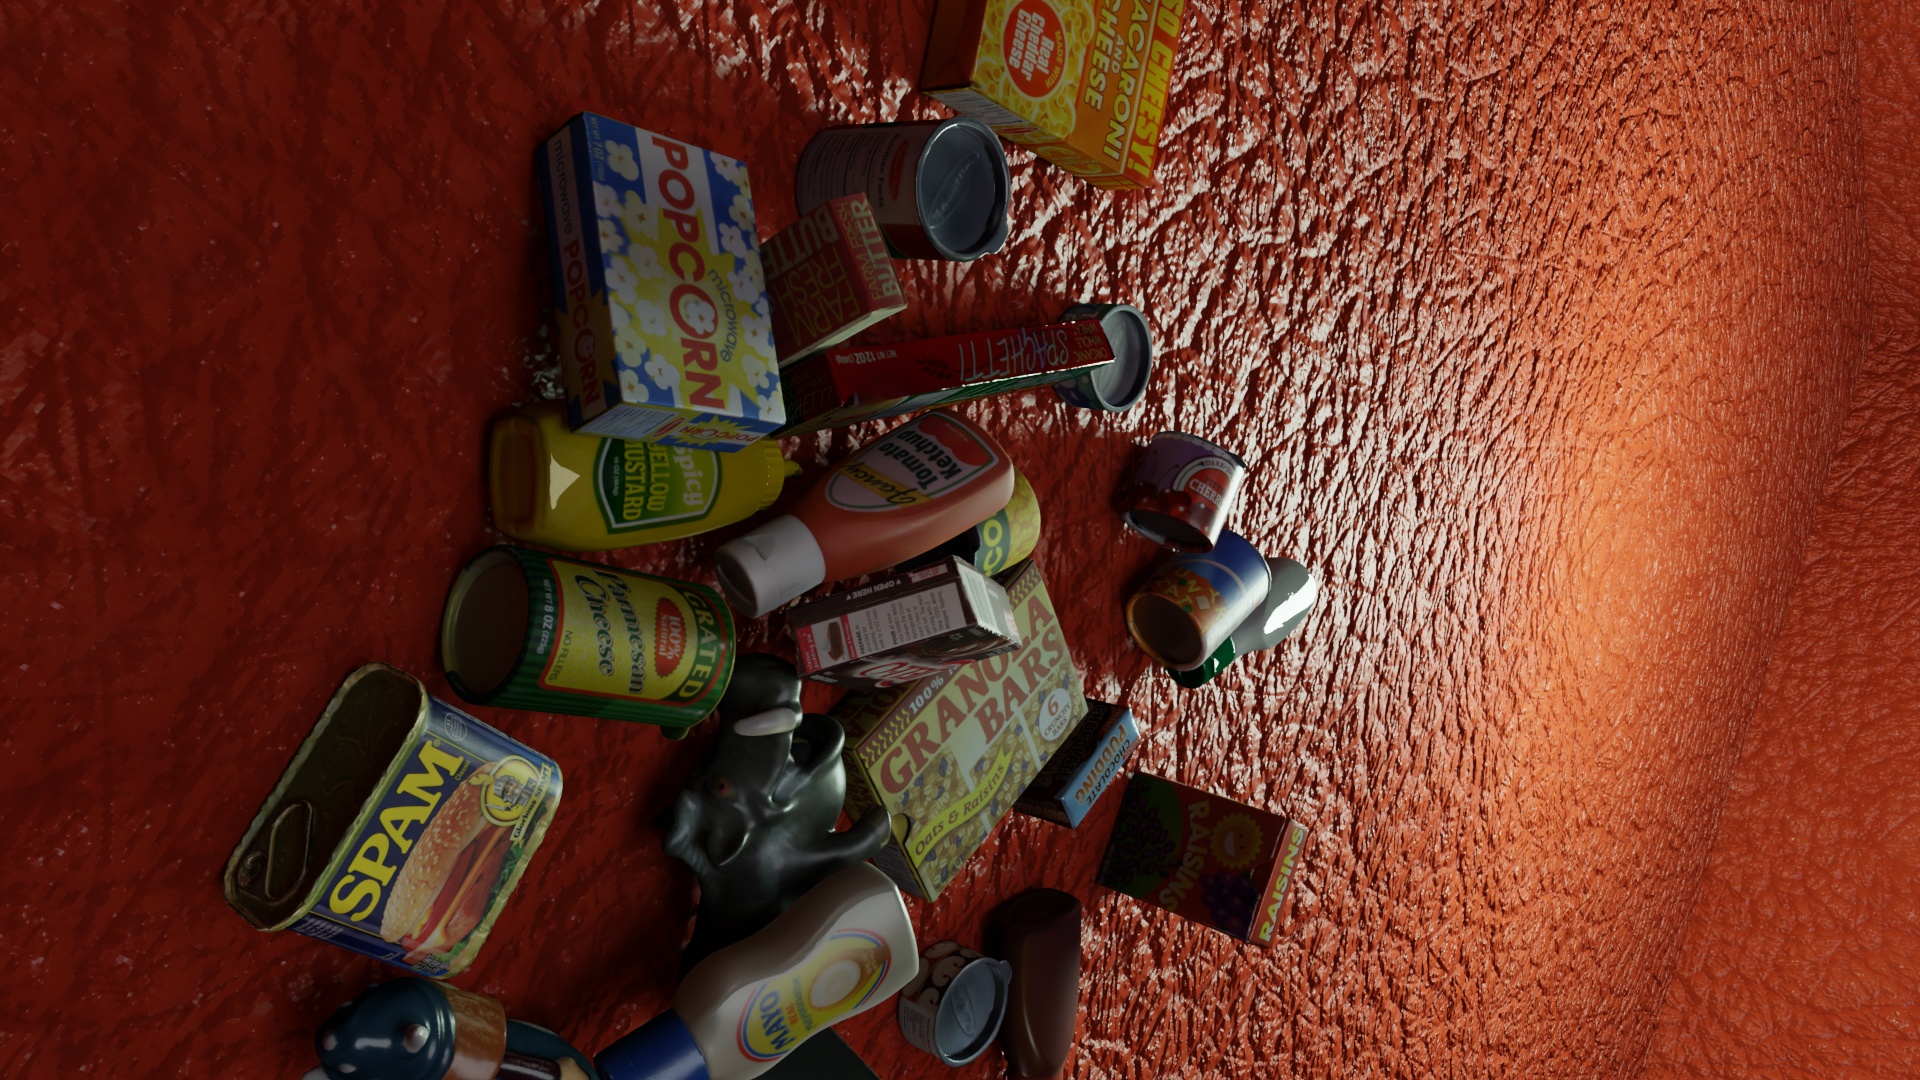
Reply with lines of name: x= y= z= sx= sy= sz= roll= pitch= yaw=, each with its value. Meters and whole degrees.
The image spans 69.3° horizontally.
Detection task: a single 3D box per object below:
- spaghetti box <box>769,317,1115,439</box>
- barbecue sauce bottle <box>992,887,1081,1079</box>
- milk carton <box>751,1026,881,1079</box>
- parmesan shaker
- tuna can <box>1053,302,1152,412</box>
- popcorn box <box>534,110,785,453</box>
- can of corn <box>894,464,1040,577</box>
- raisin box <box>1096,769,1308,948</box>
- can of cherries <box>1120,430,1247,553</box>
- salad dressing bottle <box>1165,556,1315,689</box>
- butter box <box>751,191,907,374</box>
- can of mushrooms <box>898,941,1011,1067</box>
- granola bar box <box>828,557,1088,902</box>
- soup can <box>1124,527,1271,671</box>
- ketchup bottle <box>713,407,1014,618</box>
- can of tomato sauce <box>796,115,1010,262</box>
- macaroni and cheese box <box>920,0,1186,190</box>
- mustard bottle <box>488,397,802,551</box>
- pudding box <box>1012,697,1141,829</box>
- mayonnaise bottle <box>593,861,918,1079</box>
spaghetti box: x=-0.002 y=-0.087 z=0.720 sx=0.251 sy=0.050 sz=0.028 roll=-18 pitch=90 yaw=-53
barbecue sauce bottle: x=0.049 y=0.304 z=0.895 sx=0.065 sy=0.043 sz=0.148 roll=-14 pitch=109 yaw=-46
milk carton: x=-0.094 y=0.342 z=0.696 sx=0.072 sy=0.073 sz=0.189 roll=-15 pitch=130 yaw=-46
parmesan shaker: x=-0.156 y=0.045 z=0.586 sx=0.103 sy=0.071 sz=0.071 roll=16 pitch=86 yaw=-49
tuna can: x=0.085 y=-0.114 z=0.852 sx=0.071 sy=0.033 sz=0.071 roll=-14 pitch=109 yaw=-47
popcorn box: x=-0.124 y=-0.105 z=0.577 sx=0.085 sy=0.038 sz=0.127 roll=5 pitch=71 yaw=-50
can of corn: x=0.003 y=-0.009 z=0.752 sx=0.058 sy=0.071 sz=0.071 roll=-25 pitch=117 yaw=-44
raisin box: x=0.163 y=0.214 z=0.945 sx=0.040 sy=0.123 sz=0.086 roll=34 pitch=73 yaw=-47
can of cherries: x=0.147 y=-0.031 z=0.911 sx=0.071 sy=0.071 sz=0.058 roll=41 pitch=69 yaw=-45
salad dressing bottle: x=0.206 y=0.061 z=1.021 sx=0.148 sy=0.044 sz=0.064 roll=-29 pitch=121 yaw=-40
butter box: x=-0.070 y=-0.109 z=0.614 sx=0.024 sy=0.103 sz=0.053 roll=-23 pitch=93 yaw=-44
can of mushrooms: x=-0.003 y=0.277 z=0.838 sx=0.071 sy=0.033 sz=0.071 roll=-13 pitch=107 yaw=-46
granola bar box: x=0.001 y=0.104 z=0.799 sx=0.166 sy=0.039 sz=0.123 roll=-46 pitch=129 yaw=-33
soup can: x=0.160 y=0.038 z=0.948 sx=0.084 sy=0.071 sz=0.071 roll=-38 pitch=125 yaw=-36
ketchup bottle: x=-0.047 y=-0.012 z=0.663 sx=0.149 sy=0.065 sz=0.043 roll=-31 pitch=145 yaw=-32
can of tomato sauce: x=-0.027 y=-0.169 z=0.673 sx=0.071 sy=0.083 sz=0.071 roll=-14 pitch=109 yaw=-46
macaroni and cheese box: x=0.057 y=-0.281 z=0.777 sx=0.166 sy=0.040 sz=0.123 roll=12 pitch=89 yaw=-49
mustard bottle: x=-0.127 y=-0.031 z=0.616 sx=0.161 sy=0.049 sz=0.065 roll=-7 pitch=100 yaw=-49
pudding box: x=0.072 y=0.139 z=0.880 sx=0.084 sy=0.049 sz=0.030 roll=-46 pitch=128 yaw=-32
mayonnaise bottle: x=-0.090 y=0.207 z=0.626 sx=0.149 sy=0.041 sz=0.064 roll=-26 pitch=117 yaw=-29
